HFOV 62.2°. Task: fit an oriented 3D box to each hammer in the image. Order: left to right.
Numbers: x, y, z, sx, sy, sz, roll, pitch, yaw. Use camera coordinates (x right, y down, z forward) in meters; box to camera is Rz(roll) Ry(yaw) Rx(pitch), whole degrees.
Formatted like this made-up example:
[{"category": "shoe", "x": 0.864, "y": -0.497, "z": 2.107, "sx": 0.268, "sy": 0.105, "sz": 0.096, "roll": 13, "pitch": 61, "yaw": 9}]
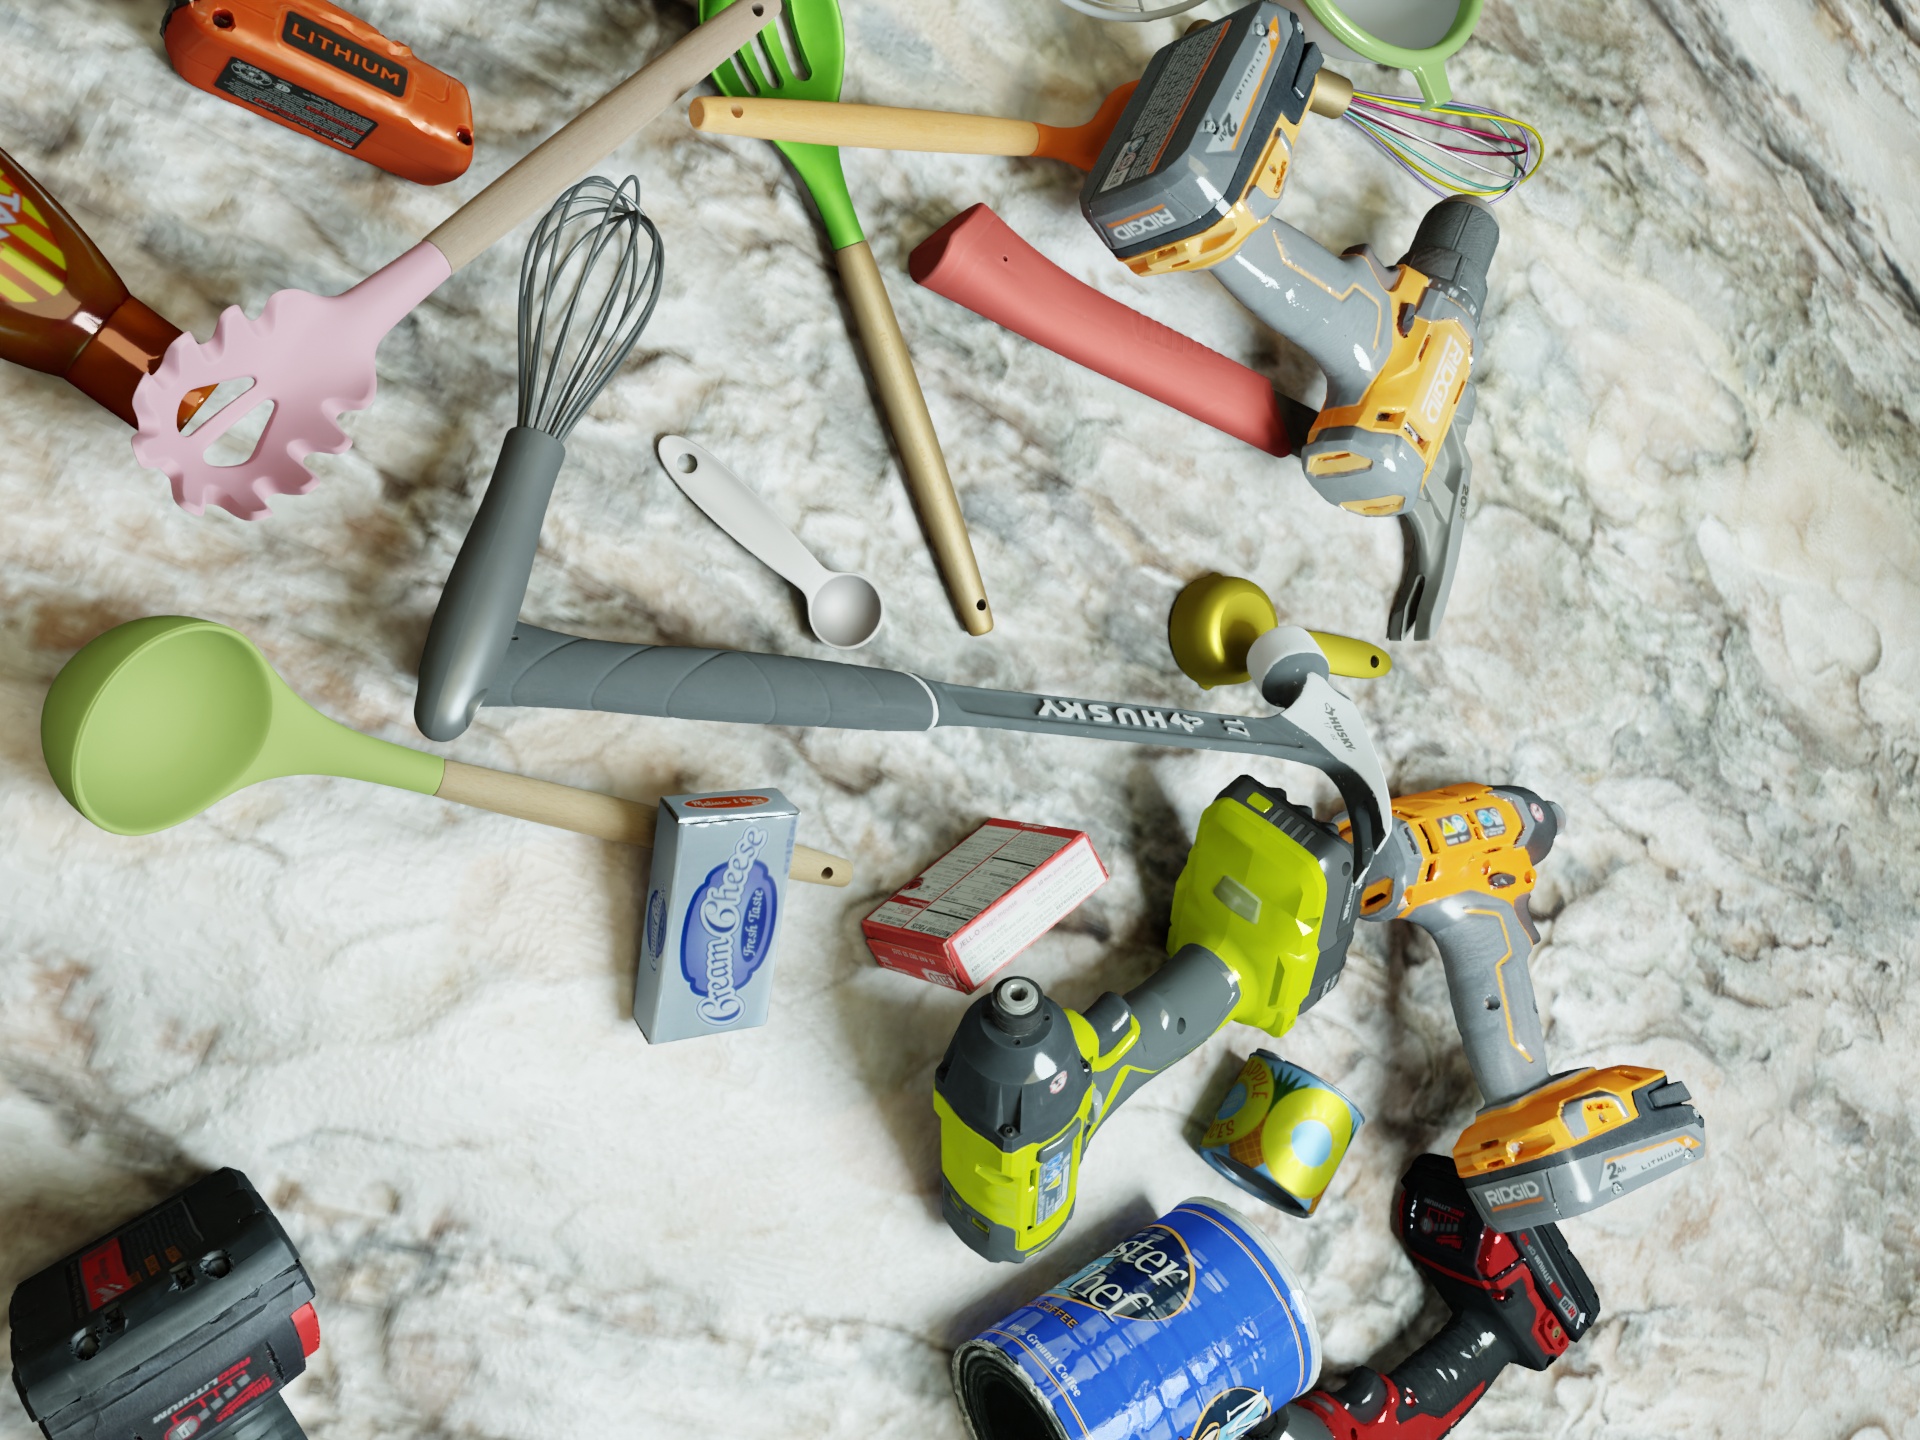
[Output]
[{"category": "hammer", "x": -0.001, "y": -0.002, "z": 0.666, "sx": 0.408, "sy": 0.149, "sz": 0.036, "roll": 5, "pitch": 129, "yaw": -21}, {"category": "hammer", "x": 0.129, "y": -0.156, "z": 0.802, "sx": 0.358, "sy": 0.037, "sz": 0.149, "roll": 17, "pitch": 82, "yaw": -32}]

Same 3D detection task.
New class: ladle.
[{"category": "ladle", "x": -0.170, "y": 0.032, "z": 0.604, "sx": 0.320, "sy": 0.062, "sz": 0.078, "roll": 18, "pitch": 99, "yaw": -34}]

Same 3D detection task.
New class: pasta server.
[{"category": "pasta server", "x": -0.166, "y": -0.183, "z": 0.572, "sx": 0.316, "sy": 0.040, "sz": 0.060, "roll": -49, "pitch": 122, "yaw": -25}]

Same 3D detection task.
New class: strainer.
[{"category": "strainer", "x": 0.149, "y": -0.411, "z": 0.794, "sx": 0.256, "sy": 0.069, "sz": 0.151, "roll": 21, "pitch": 72, "yaw": -25}]

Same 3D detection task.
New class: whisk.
[{"category": "whisk", "x": -0.158, "y": -0.103, "z": 0.594, "sx": 0.055, "sy": 0.055, "sz": 0.239, "roll": 25, "pitch": 68, "yaw": -30}, {"category": "whisk", "x": 0.223, "y": -0.331, "z": 0.856, "sx": 0.244, "sy": 0.047, "sz": 0.051, "roll": 8, "pitch": 88, "yaw": -29}]

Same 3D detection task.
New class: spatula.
[{"category": "spatula", "x": 0.020, "y": -0.264, "z": 0.711, "sx": 0.322, "sy": 0.041, "sz": 0.081, "roll": -15, "pitch": 101, "yaw": -42}]

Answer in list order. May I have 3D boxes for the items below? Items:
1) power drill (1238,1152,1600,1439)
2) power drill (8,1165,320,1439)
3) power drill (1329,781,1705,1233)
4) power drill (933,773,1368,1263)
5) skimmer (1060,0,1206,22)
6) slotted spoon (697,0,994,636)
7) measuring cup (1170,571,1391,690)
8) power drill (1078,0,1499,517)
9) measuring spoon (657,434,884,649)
[{"category": "power drill", "x": 0.237, "y": 0.350, "z": 0.857, "sx": 0.220, "sy": 0.078, "sz": 0.143, "roll": -43, "pitch": 112, "yaw": -21}, {"category": "power drill", "x": -0.208, "y": 0.270, "z": 0.509, "sx": 0.080, "sy": 0.188, "sz": 0.226, "roll": -29, "pitch": 102, "yaw": -29}, {"category": "power drill", "x": 0.304, "y": 0.140, "z": 0.857, "sx": 0.164, "sy": 0.084, "sz": 0.227, "roll": -10, "pitch": 70, "yaw": -32}, {"category": "power drill", "x": 0.082, "y": 0.127, "z": 0.717, "sx": 0.223, "sy": 0.080, "sz": 0.171, "roll": -34, "pitch": 144, "yaw": -30}, {"category": "skimmer", "x": -0.020, "y": -0.324, "z": 0.629, "sx": 0.363, "sy": 0.090, "sz": 0.127, "roll": -26, "pitch": 147, "yaw": -32}, {"category": "slotted spoon", "x": -0.042, "y": -0.183, "z": 0.699, "sx": 0.070, "sy": 0.031, "sz": 0.313, "roll": -28, "pitch": 107, "yaw": -29}, {"category": "measuring cup", "x": 0.179, "y": -0.040, "z": 0.838, "sx": 0.156, "sy": 0.029, "sz": 0.062, "roll": 8, "pitch": 87, "yaw": -31}, {"category": "power drill", "x": 0.178, "y": -0.234, "z": 0.769, "sx": 0.226, "sy": 0.084, "sz": 0.185, "roll": 39, "pitch": 67, "yaw": -30}, {"category": "measuring spoon", "x": -0.083, "y": -0.078, "z": 0.684, "sx": 0.124, "sy": 0.018, "sz": 0.034, "roll": 43, "pitch": 86, "yaw": -18}]
